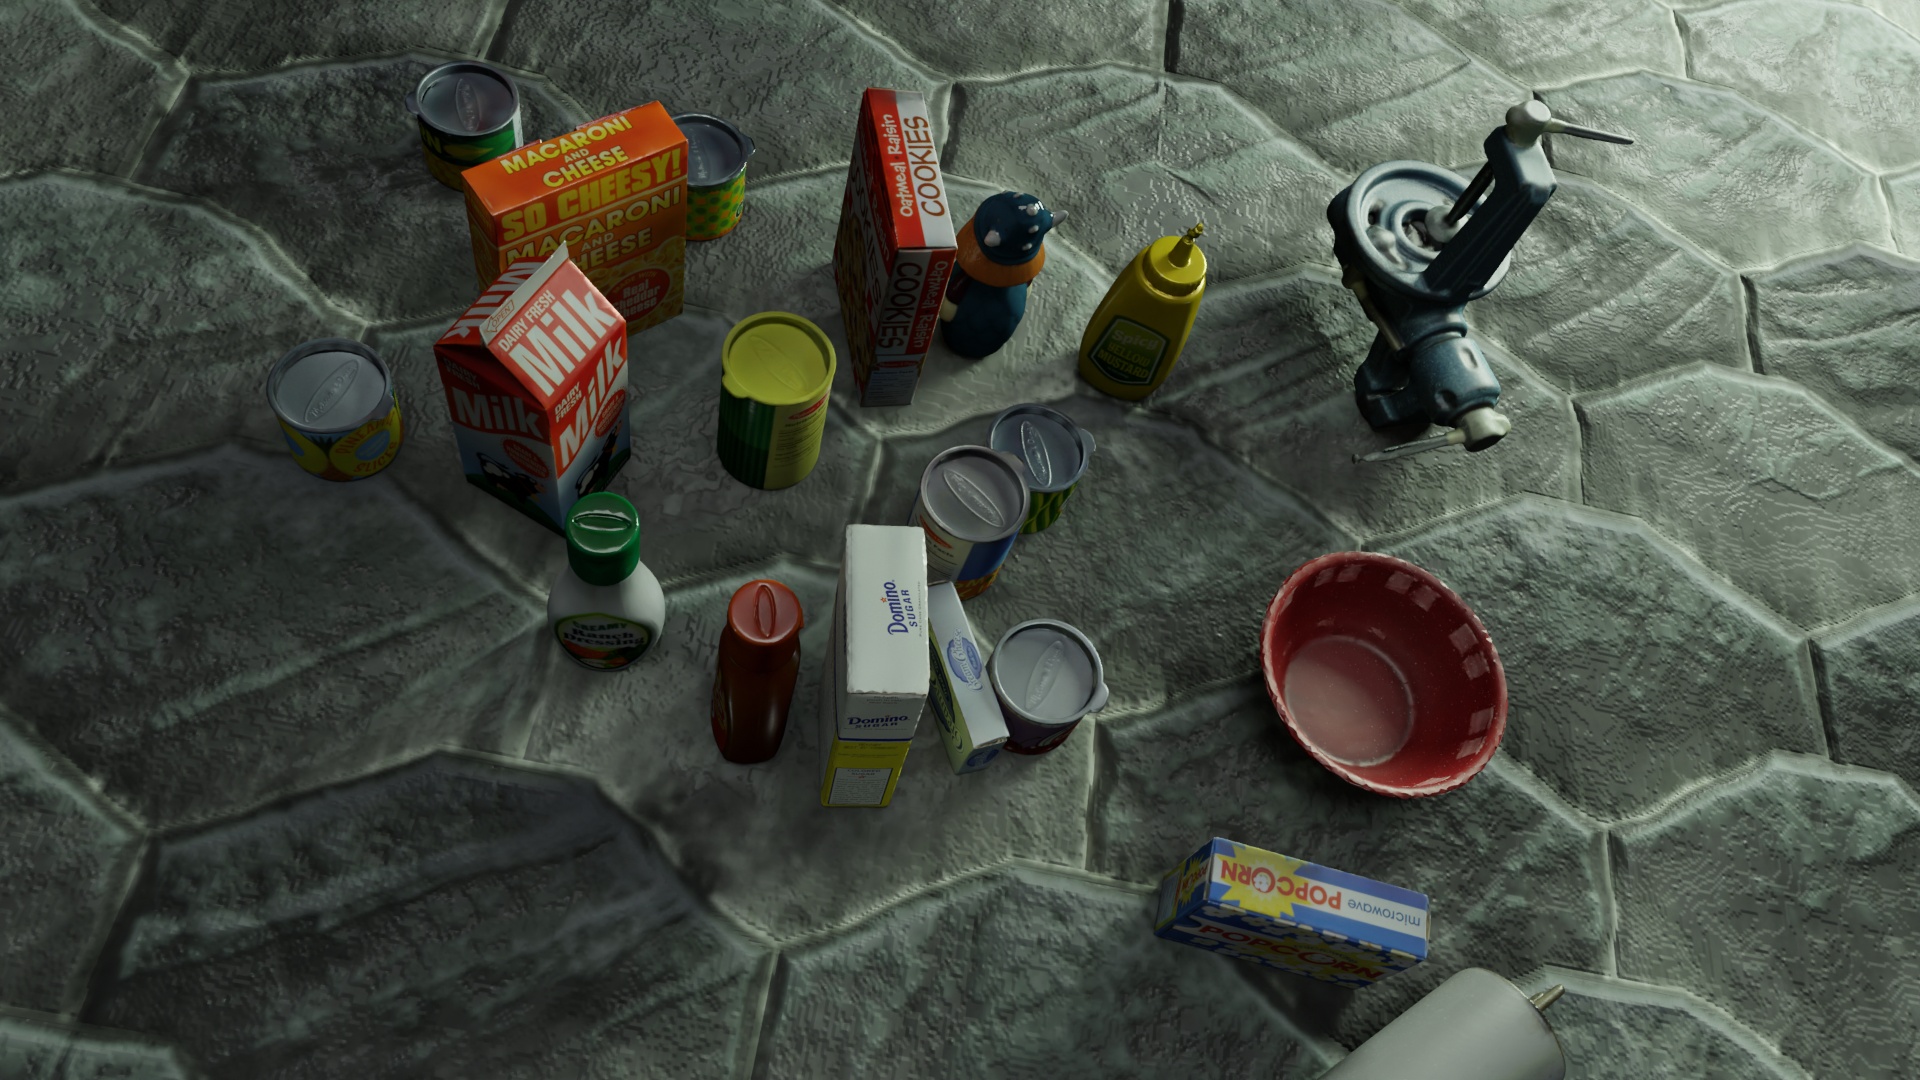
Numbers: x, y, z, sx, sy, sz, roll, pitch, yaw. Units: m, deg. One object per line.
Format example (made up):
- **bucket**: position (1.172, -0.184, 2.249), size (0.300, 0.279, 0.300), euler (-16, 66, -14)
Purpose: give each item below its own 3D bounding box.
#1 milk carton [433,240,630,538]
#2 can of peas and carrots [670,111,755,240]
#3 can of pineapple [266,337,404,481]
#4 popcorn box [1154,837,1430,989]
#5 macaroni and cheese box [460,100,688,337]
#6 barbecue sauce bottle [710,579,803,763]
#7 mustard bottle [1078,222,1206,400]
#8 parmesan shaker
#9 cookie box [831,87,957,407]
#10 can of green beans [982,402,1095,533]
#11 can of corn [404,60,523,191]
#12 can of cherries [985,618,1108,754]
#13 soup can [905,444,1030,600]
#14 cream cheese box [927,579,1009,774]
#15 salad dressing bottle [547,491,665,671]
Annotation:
- **milk carton**: position (-0.235, -0.086, 0.775), size (0.073, 0.189, 0.073), euler (30, 60, 4)
- **can of peas and carrots**: position (-0.178, -0.249, 0.951), size (0.071, 0.058, 0.071), euler (5, 62, -10)
- **can of pineapple**: position (-0.364, -0.075, 0.816), size (0.071, 0.057, 0.071), euler (5, 62, -10)
- **popcorn box**: position (0.182, 0.209, 0.772), size (0.127, 0.084, 0.038), euler (16, 60, -4)
- **macaroni and cheese box**: position (-0.229, -0.177, 0.839), size (0.124, 0.165, 0.040), euler (-30, 73, -25)
- **barbecue sauce bottle**: position (-0.109, 0.068, 0.745), size (0.044, 0.147, 0.065), euler (-1, 63, -13)
- **mustard bottle**: position (0.125, -0.154, 0.910), size (0.065, 0.159, 0.049), euler (24, 60, 0)
- **parmesan shaker**: position (-0.117, -0.082, 0.850), size (0.071, 0.102, 0.071), euler (5, 62, -10)
- **cookie box**: position (-0.046, -0.181, 0.882), size (0.040, 0.166, 0.123), euler (-5, 64, -15)
- **can of green beans**: position (0.043, -0.045, 0.892), size (0.071, 0.057, 0.071), euler (5, 62, -10)
- **can of corn**: position (-0.331, -0.276, 0.931), size (0.071, 0.058, 0.071), euler (5, 62, -10)
- **can of cherries**: position (0.047, 0.089, 0.821), size (0.071, 0.058, 0.072), euler (5, 62, -10)
- **soup can**: position (0.003, -0.011, 0.850), size (0.071, 0.083, 0.071), euler (5, 62, -10)
- **cream cheese box**: position (-0.004, 0.081, 0.817), size (0.024, 0.053, 0.104), euler (-13, 66, -18)
- **salad dressing bottle**: position (-0.192, 0.024, 0.751), size (0.064, 0.147, 0.044), euler (6, 62, -10)
